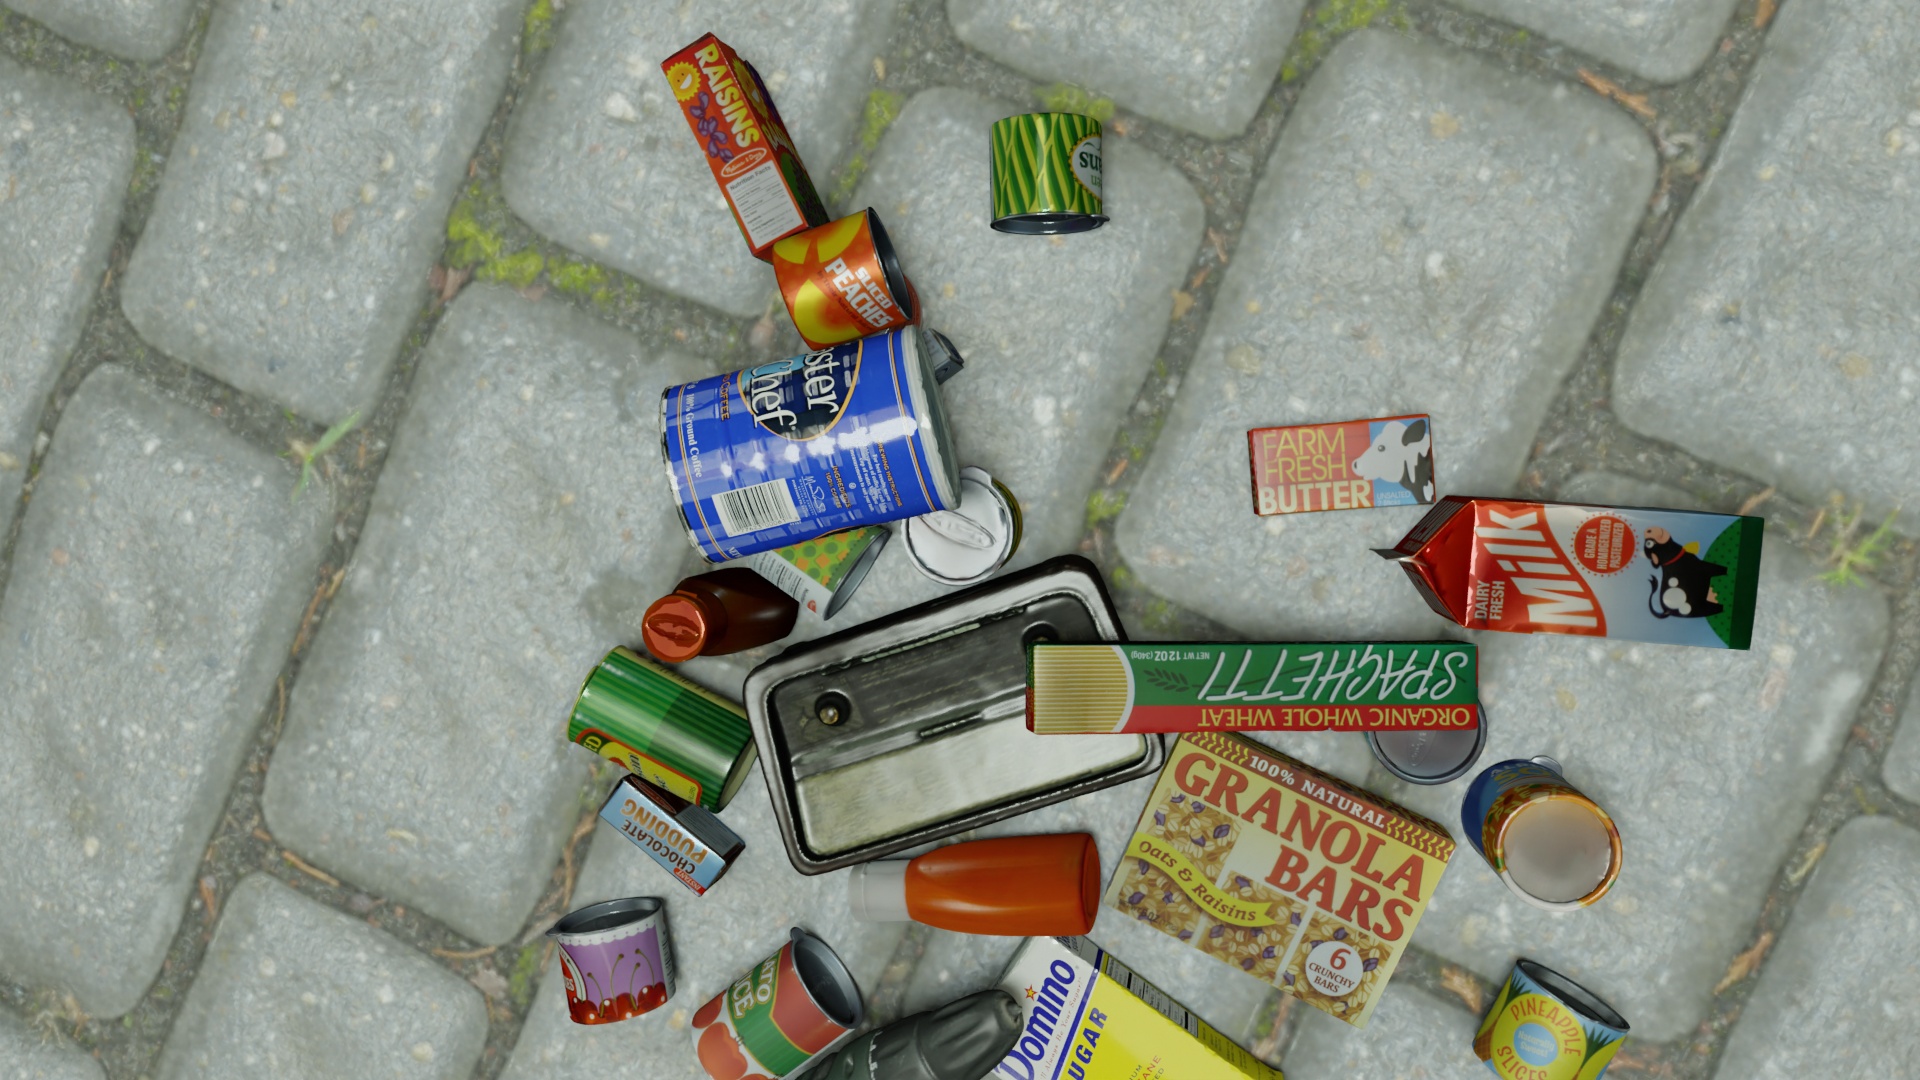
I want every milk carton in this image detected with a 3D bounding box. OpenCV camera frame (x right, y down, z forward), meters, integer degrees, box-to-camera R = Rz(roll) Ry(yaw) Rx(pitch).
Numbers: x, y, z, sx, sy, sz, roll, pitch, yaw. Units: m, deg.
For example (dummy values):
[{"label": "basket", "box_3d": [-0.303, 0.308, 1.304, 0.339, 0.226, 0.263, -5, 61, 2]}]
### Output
[{"label": "milk carton", "box_3d": [0.330, 0.014, 0.775, 0.191, 0.072, 0.073, 4, 94, 8]}]

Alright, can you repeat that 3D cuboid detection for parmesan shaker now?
[{"label": "parmesan shaker", "box_3d": [-0.178, 0.115, 0.848, 0.103, 0.071, 0.071, 26, 96, 6]}]

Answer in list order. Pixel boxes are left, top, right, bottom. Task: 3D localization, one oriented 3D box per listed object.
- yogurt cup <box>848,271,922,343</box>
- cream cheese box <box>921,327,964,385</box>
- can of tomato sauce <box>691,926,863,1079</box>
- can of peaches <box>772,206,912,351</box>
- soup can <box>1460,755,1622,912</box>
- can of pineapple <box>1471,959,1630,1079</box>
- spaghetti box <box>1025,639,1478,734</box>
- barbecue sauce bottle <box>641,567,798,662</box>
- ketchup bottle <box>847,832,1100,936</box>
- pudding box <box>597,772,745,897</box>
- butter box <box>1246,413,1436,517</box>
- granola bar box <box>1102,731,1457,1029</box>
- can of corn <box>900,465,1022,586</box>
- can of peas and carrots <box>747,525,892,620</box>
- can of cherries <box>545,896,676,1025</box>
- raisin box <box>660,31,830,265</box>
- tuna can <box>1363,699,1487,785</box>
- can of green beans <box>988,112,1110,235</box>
[{"label": "yogurt cup", "box_3d": [-0.060, -0.137, 0.831, 0.072, 0.054, 0.072, 0, 93, 7]}, {"label": "cream cheese box", "box_3d": [-0.049, -0.087, 0.831, 0.104, 0.053, 0.024, -34, 86, 8]}, {"label": "can of tomato sauce", "box_3d": [-0.114, 0.290, 0.850, 0.083, 0.071, 0.071, -38, 87, 9]}, {"label": "can of peaches", "box_3d": [-0.065, -0.142, 0.767, 0.058, 0.071, 0.071, -18, 90, 9]}, {"label": "soup can", "box_3d": [0.324, 0.161, 0.776, 0.071, 0.084, 0.071, 0, 92, 8]}, {"label": "can of pineapple", "box_3d": [0.333, 0.281, 0.787, 0.071, 0.071, 0.058, 27, 96, 6]}, {"label": "spaghetti box", "box_3d": [0.161, 0.080, 0.764, 0.250, 0.028, 0.050, 0, 90, -4]}, {"label": "barbecue sauce bottle", "box_3d": [-0.141, 0.043, 0.801, 0.065, 0.148, 0.043, 15, 94, 7]}, {"label": "ketchup bottle", "box_3d": [0.007, 0.208, 0.834, 0.149, 0.065, 0.043, -6, 119, 16]}, {"label": "pudding box", "box_3d": [-0.178, 0.179, 0.862, 0.084, 0.050, 0.030, 38, 95, 4]}, {"label": "butter box", "box_3d": [0.222, -0.044, 0.811, 0.103, 0.024, 0.053, -4, 93, 8]}, {"label": "granola bar box", "box_3d": [0.185, 0.191, 0.819, 0.166, 0.039, 0.124, 25, 96, 6]}, {"label": "can of corn", "box_3d": [0.003, -0.010, 0.825, 0.071, 0.058, 0.071, 0, 93, 8]}, {"label": "can of peas and carrots", "box_3d": [-0.084, 0.003, 0.835, 0.059, 0.071, 0.071, 34, 97, 5]}, {"label": "can of cherries", "box_3d": [-0.216, 0.261, 0.862, 0.071, 0.071, 0.058, -9, 93, 8]}, {"label": "raisin box", "box_3d": [-0.121, -0.225, 0.819, 0.040, 0.086, 0.123, -27, 89, 10]}, {"label": "tuna can", "box_3d": [0.266, 0.106, 0.807, 0.071, 0.033, 0.071, 0, 92, 8]}, {"label": "can of green beans", "box_3d": [0.050, -0.212, 0.806, 0.071, 0.071, 0.057, 0, 92, 8]}]
